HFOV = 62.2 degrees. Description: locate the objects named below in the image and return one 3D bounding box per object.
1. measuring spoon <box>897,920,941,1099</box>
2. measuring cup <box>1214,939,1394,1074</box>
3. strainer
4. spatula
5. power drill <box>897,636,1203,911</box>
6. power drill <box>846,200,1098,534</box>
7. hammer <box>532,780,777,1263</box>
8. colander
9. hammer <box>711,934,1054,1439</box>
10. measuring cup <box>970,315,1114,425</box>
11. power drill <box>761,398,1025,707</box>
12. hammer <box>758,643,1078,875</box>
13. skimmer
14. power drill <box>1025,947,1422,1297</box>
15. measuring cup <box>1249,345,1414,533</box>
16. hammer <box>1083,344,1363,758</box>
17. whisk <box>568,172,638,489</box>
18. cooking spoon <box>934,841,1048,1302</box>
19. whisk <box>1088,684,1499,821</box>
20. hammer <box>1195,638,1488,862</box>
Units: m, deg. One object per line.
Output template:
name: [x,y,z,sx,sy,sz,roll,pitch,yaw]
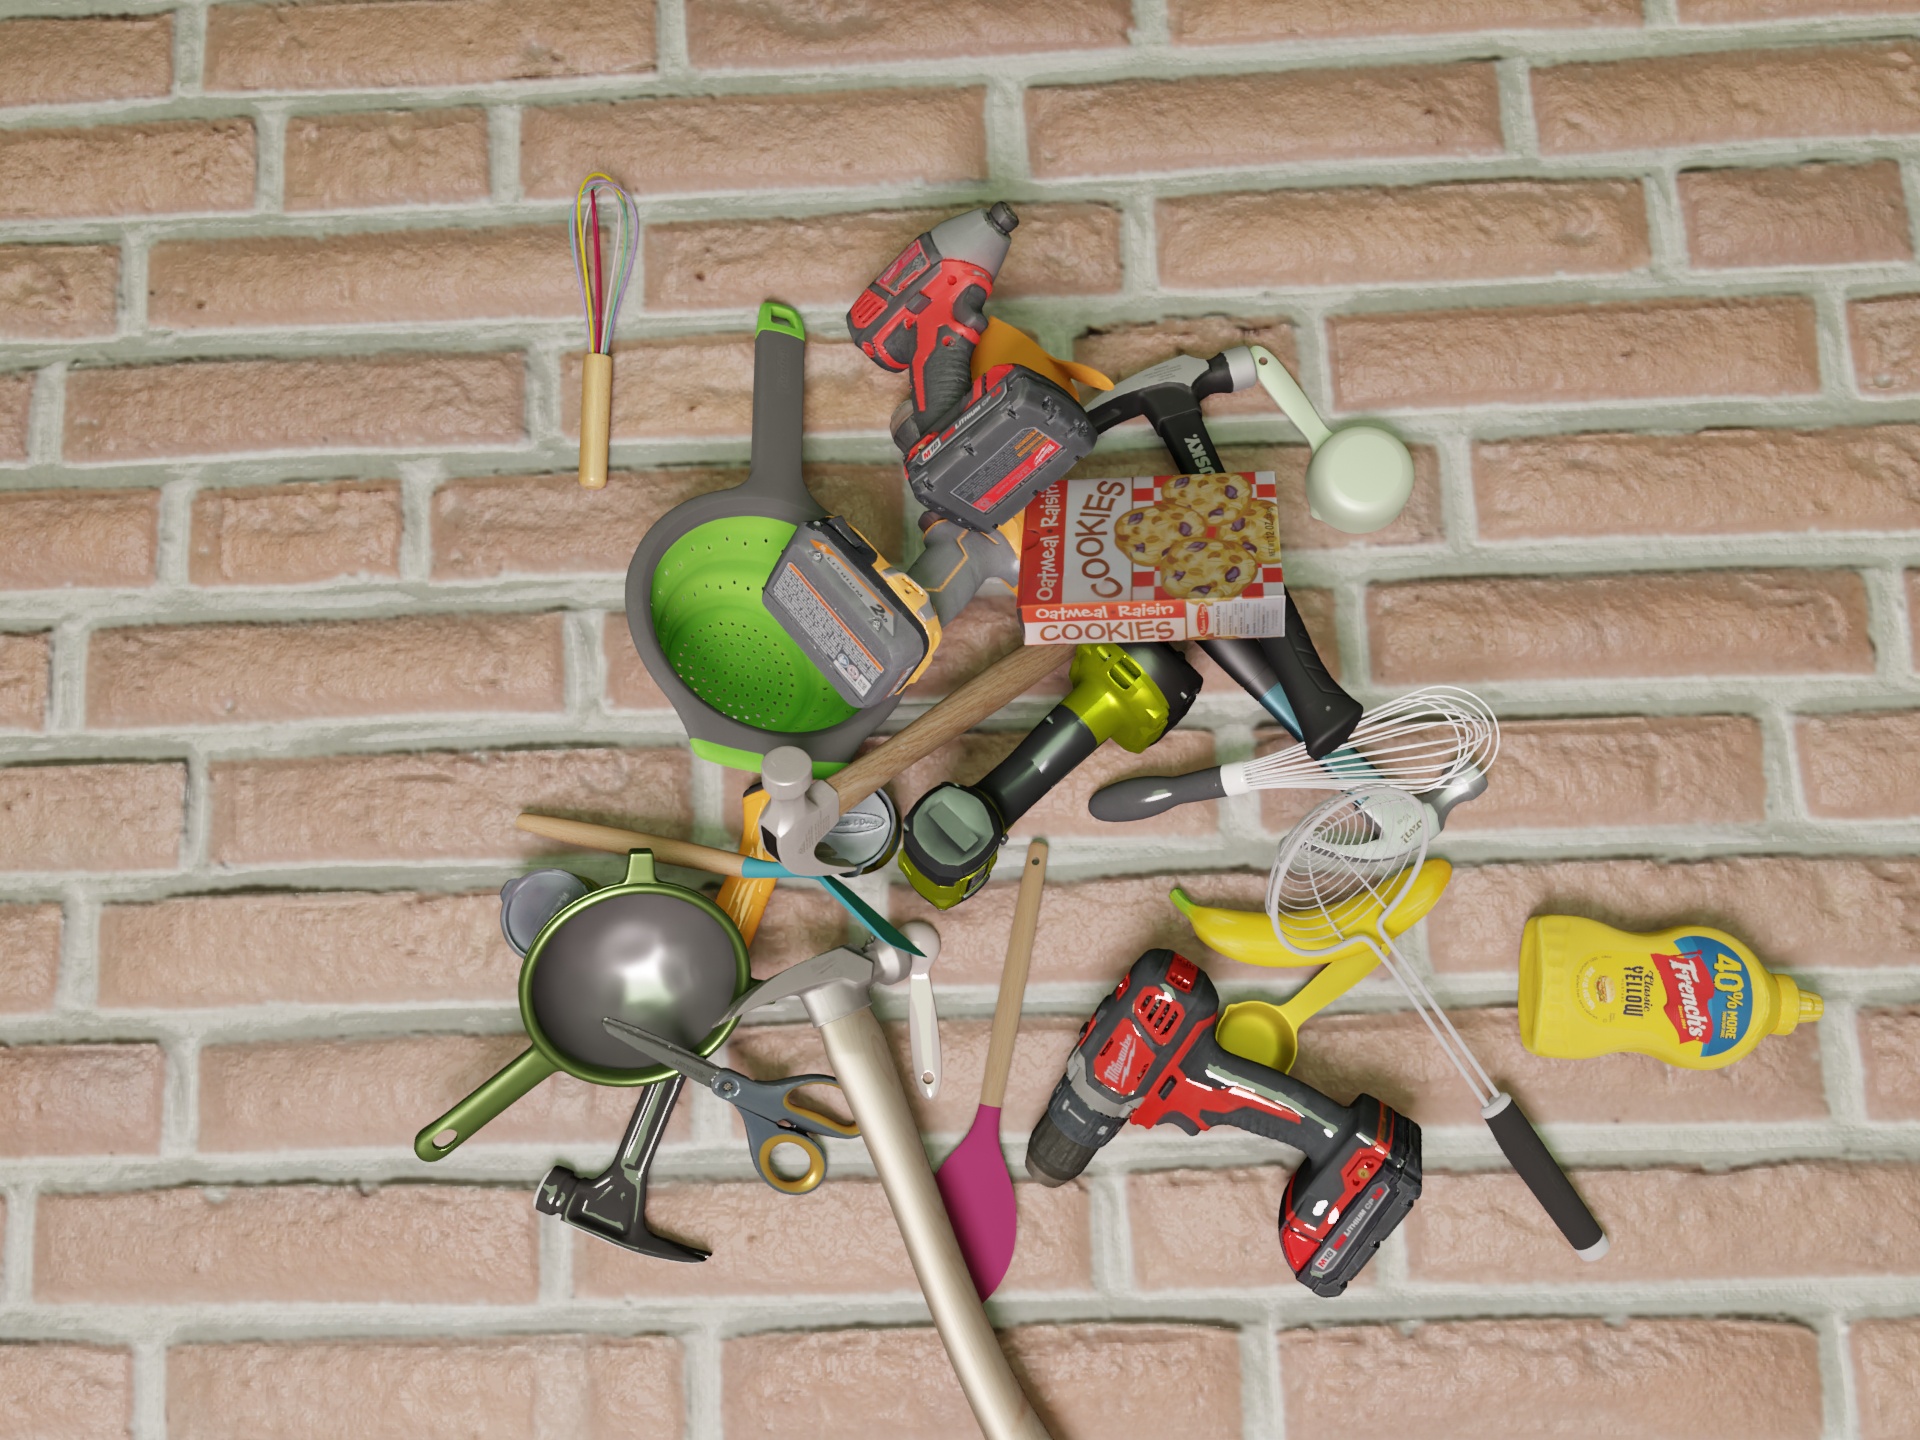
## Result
measuring spoon: [-0.027,0.203,1.114,0.034,0.018,0.124,-6,81,2]
measuring cup: [0.239,0.196,1.104,0.156,0.029,0.062,-34,79,-15]
strainer: [-0.261,0.197,1.064,0.256,0.069,0.151,-38,116,0]
spatula: [-0.173,0.106,1.089,0.317,0.082,0.044,10,79,20]
power drill: [0.051,0.035,1.074,0.223,0.171,0.080,-41,79,-13]
power drill: [0.005,-0.247,1.075,0.143,0.078,0.220,-38,51,25]
hammer: [-0.177,0.203,1.114,0.127,0.034,0.337,20,82,7]
colander: [-0.145,-0.124,1.146,0.204,0.094,0.397,10,60,-22]
hammer: [-0.025,0.347,1.035,0.146,0.038,0.411,-17,79,-39]
measuring cup: [0.052,-0.229,1.117,0.052,0.174,0.095,-48,117,-2]
power drill: [-0.032,-0.126,1.099,0.185,0.084,0.226,49,49,8]
hammer: [-0.002,-0.003,1.071,0.331,0.130,0.031,-34,58,-30]
skimmer: [0.325,0.205,1.030,0.127,0.090,0.363,-35,91,-9]
power drill: [0.167,0.278,1.047,0.227,0.080,0.188,33,111,5]
measuring cup: [0.265,-0.213,1.161,0.083,0.038,0.167,-35,82,-3]
hammer: [0.187,-0.118,1.096,0.146,0.035,0.335,-17,60,-3]
whisk: [-0.277,-0.296,1.204,0.051,0.047,0.245,1,83,2]
cooking spoon: [0.026,0.242,1.105,0.069,0.017,0.319,9,81,13]
whisk: [0.218,0.032,1.077,0.284,0.070,0.070,-13,79,24]
hammer: [0.214,-0.034,1.137,0.128,0.033,0.331,-41,80,-5]
